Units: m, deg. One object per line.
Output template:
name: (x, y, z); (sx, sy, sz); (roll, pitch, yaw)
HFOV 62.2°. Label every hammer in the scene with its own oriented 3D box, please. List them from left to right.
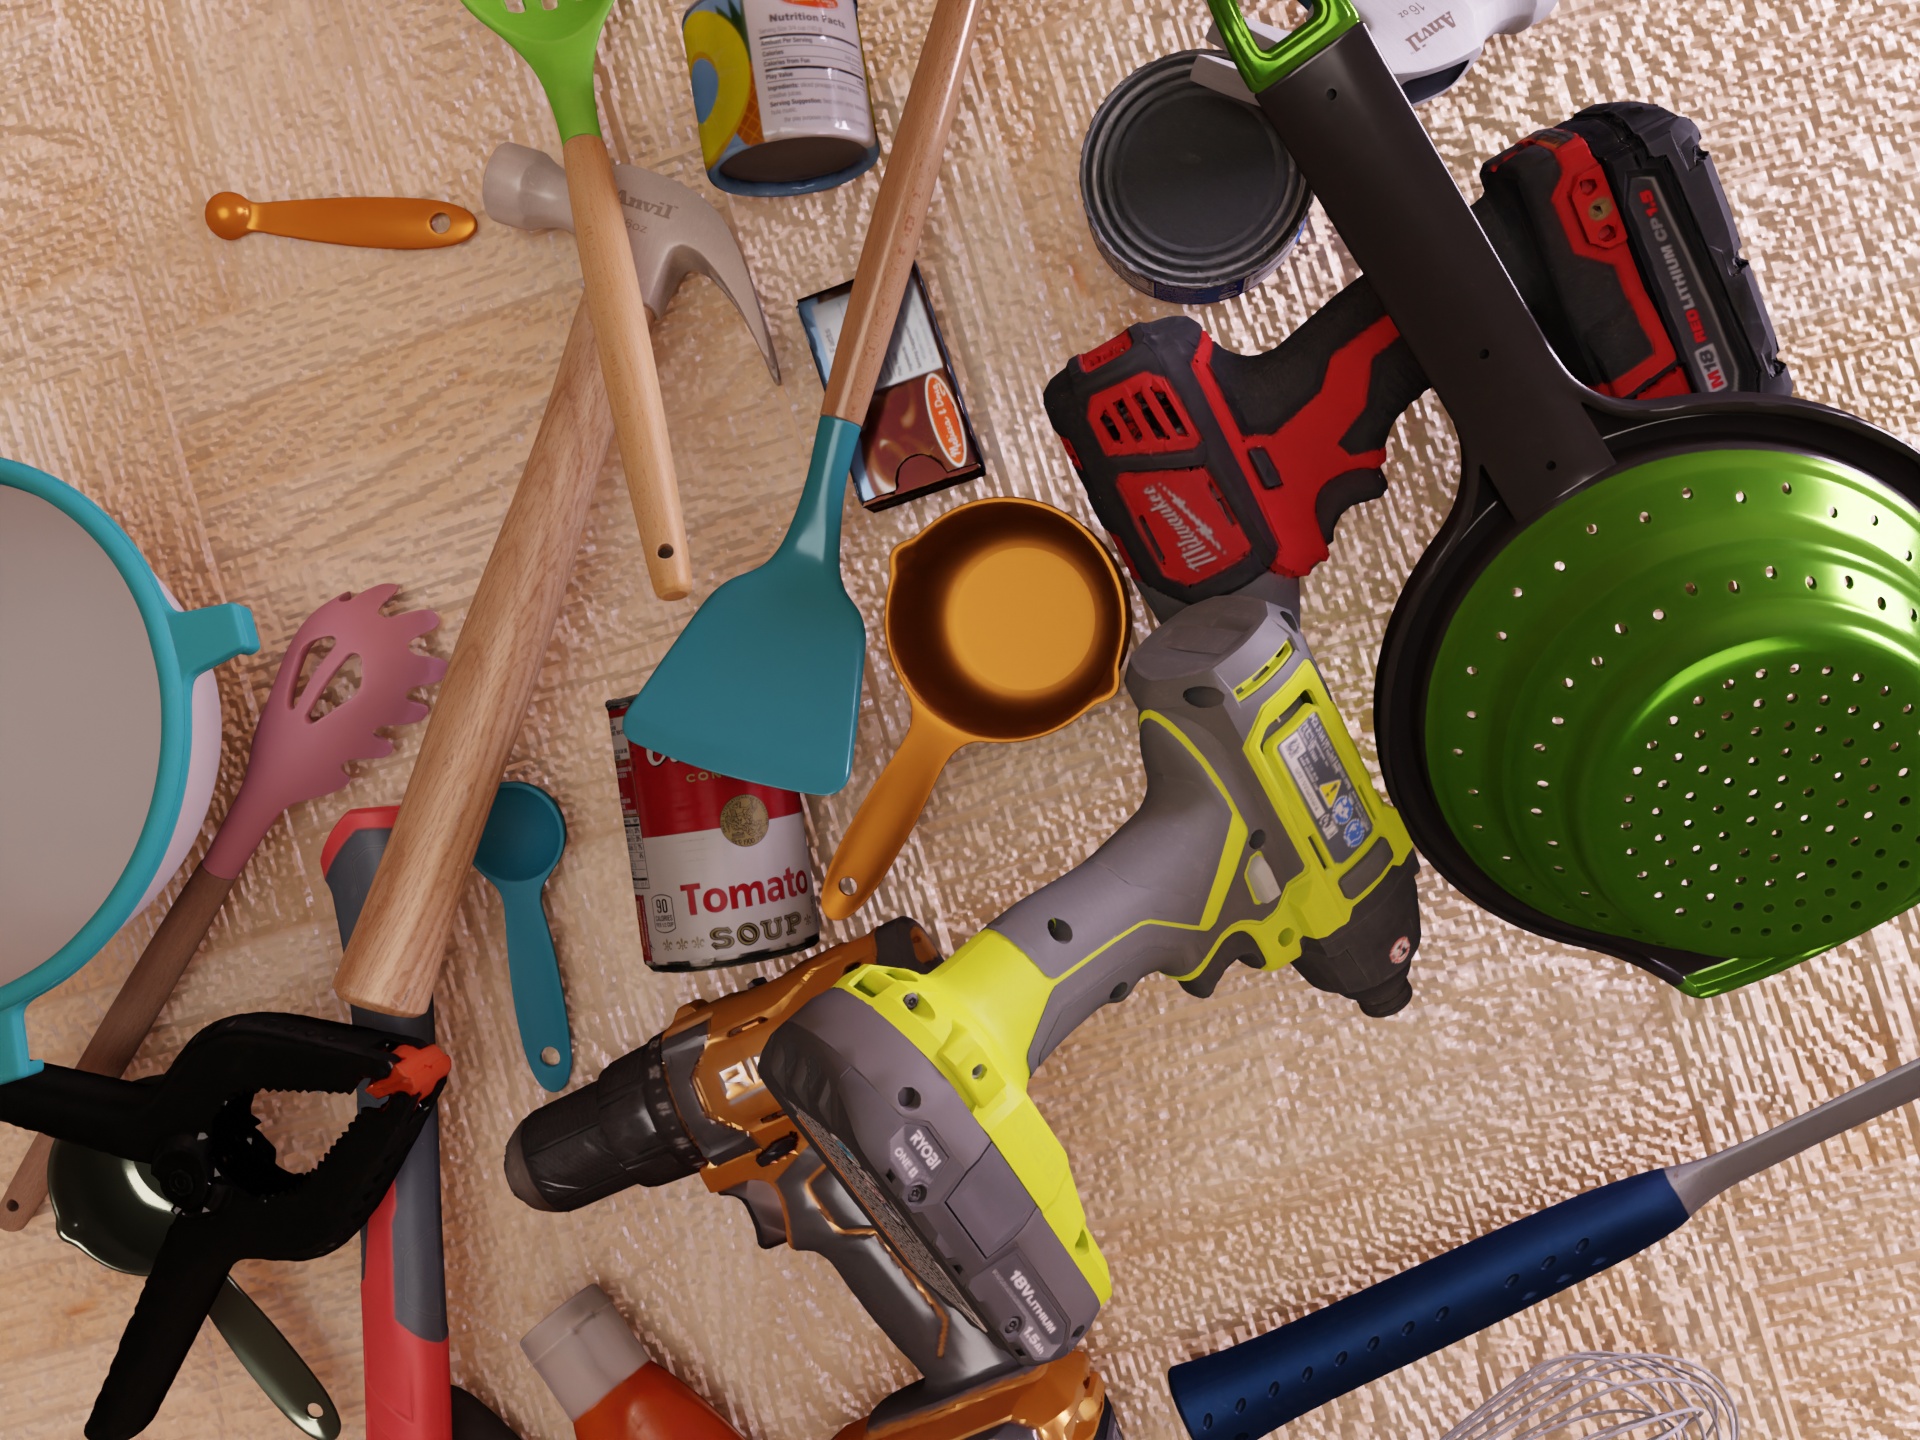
hammer: (-0.200, 0.225, 0.605); (0.143, 0.038, 0.386); (-6, 84, 25)
hammer: (-0.163, -0.051, 0.601); (0.130, 0.031, 0.331); (17, 84, 6)
hammer: (0.063, -0.347, 0.576); (0.128, 0.033, 0.331); (-37, 82, -18)
hammer: (0.254, 0.154, 0.547); (0.405, 0.035, 0.143); (-31, 127, 12)

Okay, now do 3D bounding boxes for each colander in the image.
colander: (0.193, -0.056, 0.479); (0.204, 0.094, 0.397); (-32, 106, 17)

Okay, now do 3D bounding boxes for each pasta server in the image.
pasta server: (-0.311, 0.081, 0.650); (0.060, 0.040, 0.316); (35, 99, 5)

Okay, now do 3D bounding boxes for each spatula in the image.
spatula: (-0.036, -0.133, 0.567); (0.082, 0.044, 0.317); (15, 90, 8)

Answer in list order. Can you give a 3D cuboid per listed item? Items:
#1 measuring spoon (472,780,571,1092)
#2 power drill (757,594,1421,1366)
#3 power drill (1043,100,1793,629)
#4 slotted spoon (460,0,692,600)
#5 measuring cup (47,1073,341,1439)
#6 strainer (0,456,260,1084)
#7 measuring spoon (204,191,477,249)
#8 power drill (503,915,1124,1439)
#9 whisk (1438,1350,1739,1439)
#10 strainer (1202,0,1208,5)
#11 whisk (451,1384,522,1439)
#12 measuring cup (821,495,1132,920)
measuring spoon: (-0.170, 0.085, 0.638); (0.042, 0.021, 0.128); (-5, 100, 7)
power drill: (0.060, 0.090, 0.527); (0.223, 0.080, 0.171); (-41, 116, -20)
power drill: (0.154, -0.105, 0.553); (0.219, 0.079, 0.143); (-26, 107, 12)
slotted spoon: (-0.136, -0.189, 0.586); (0.070, 0.031, 0.314); (-13, 75, -5)
measuring cup: (-0.297, 0.218, 0.647); (0.083, 0.038, 0.167); (-33, 95, 8)
strainer: (-0.424, -0.021, 0.631); (0.340, 0.095, 0.211); (28, 91, 12)
measuring spoon: (-0.252, -0.203, 0.642); (0.117, 0.011, 0.021); (5, 92, 7)
power drill: (-0.056, 0.209, 0.592); (0.185, 0.084, 0.226); (-25, 83, 7)
whisk: (0.145, 0.301, 0.581); (0.284, 0.070, 0.070); (-28, 88, 11)
strainer: (0.083, -0.354, 0.544); (0.086, 0.050, 0.259); (6, 74, -23)
whisk: (-0.128, 0.350, 0.620); (0.239, 0.055, 0.055); (43, 96, 9)
measuring cup: (-0.001, -0.002, 0.596); (0.095, 0.052, 0.173); (32, 102, 8)
